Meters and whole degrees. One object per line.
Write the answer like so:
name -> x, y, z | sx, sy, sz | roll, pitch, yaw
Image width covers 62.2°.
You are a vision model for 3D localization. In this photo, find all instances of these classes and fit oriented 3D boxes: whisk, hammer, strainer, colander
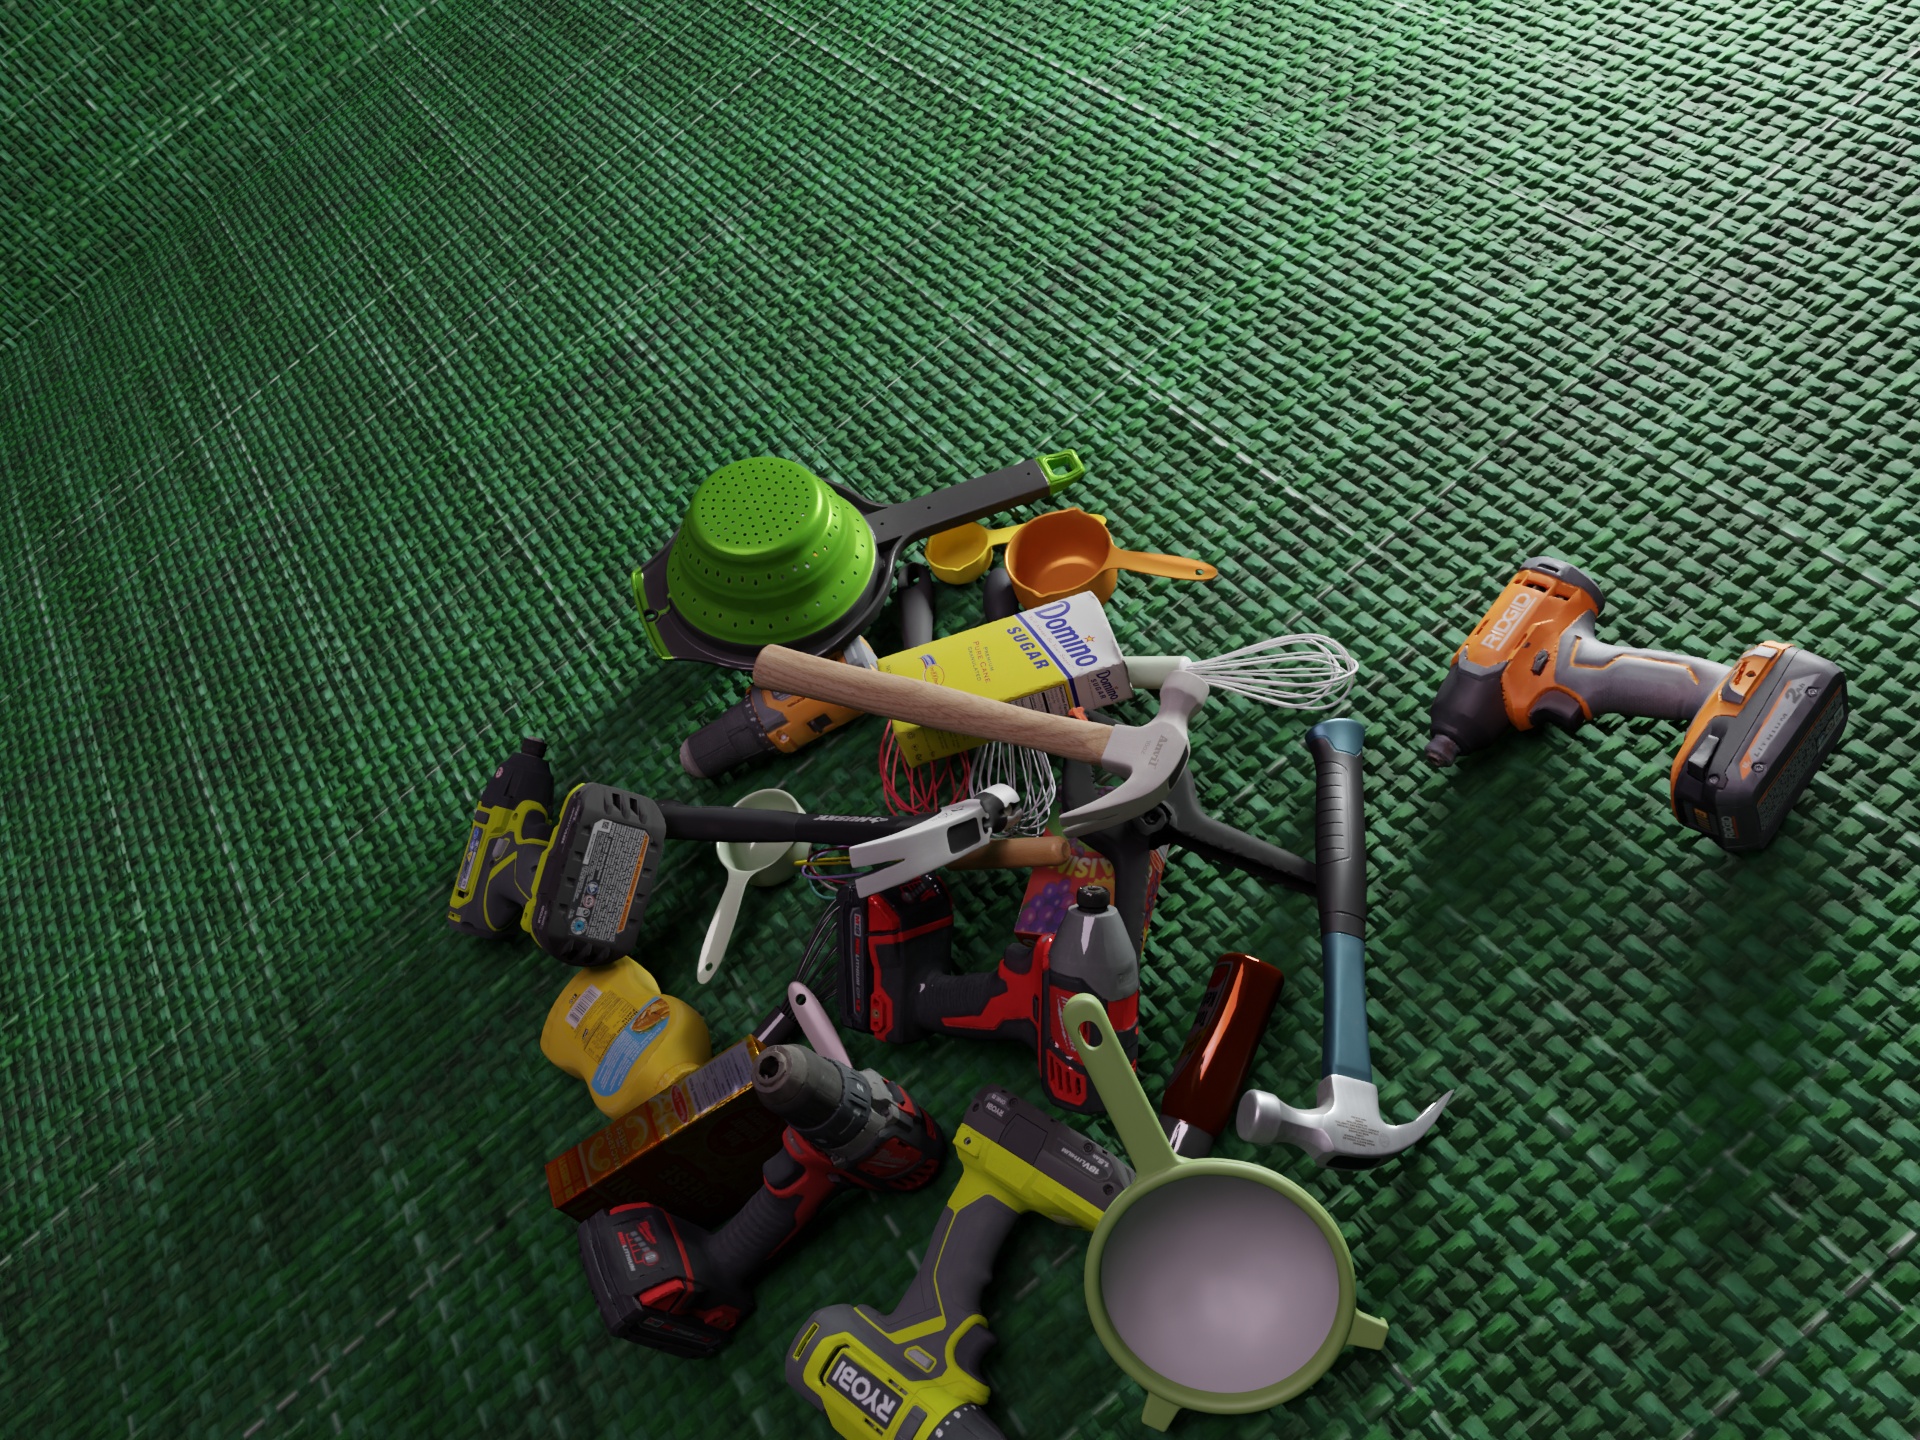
whisk -> -0.027, 0.103, 1.173 | 0.245, 0.047, 0.051 | -6, 59, 36
hammer -> -0.002, -0.004, 1.118 | 0.331, 0.031, 0.130 | 13, 63, 24
hammer -> 0.242, 0.129, 1.014 | 0.128, 0.033, 0.331 | 17, 50, -8
whisk -> -0.131, 0.216, 1.168 | 0.239, 0.055, 0.055 | -49, 50, -6
whisk -> 0.177, -0.037, 1.194 | 0.246, 0.057, 0.059 | 1, 24, 31
whisk -> 0.035, -0.021, 1.244 | 0.070, 0.070, 0.285 | -17, 46, 16
strainer -> 0.125, 0.268, 0.918 | 0.151, 0.069, 0.256 | -26, 91, 12
hammer -> -0.128, 0.081, 1.173 | 0.335, 0.035, 0.146 | -1, 15, 40
whisk -> -0.032, -0.029, 1.288 | 0.073, 0.073, 0.296 | -19, 44, 14
colander -> -0.084, -0.175, 1.313 | 0.397, 0.094, 0.205 | -20, 56, -8

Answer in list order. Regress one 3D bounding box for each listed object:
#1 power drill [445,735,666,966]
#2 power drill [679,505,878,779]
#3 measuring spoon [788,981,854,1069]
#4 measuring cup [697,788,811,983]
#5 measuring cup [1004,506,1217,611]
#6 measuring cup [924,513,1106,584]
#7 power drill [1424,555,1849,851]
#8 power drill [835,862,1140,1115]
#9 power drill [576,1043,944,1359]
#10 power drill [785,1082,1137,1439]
power drill -> -0.330, 0.103, 1.275 | 0.223, 0.080, 0.171 | 7, 80, 51
power drill -> -0.175, -0.064, 1.371 | 0.185, 0.084, 0.226 | -28, 54, 7
measuring spoon -> -0.091, 0.237, 1.123 | 0.034, 0.018, 0.124 | -35, 70, 3
measuring cup -> -0.166, 0.135, 1.251 | 0.083, 0.038, 0.168 | 3, 61, 29
measuring cup -> 0.122, -0.114, 1.273 | 0.174, 0.052, 0.095 | 10, 58, 20
measuring cup -> 0.048, -0.150, 1.357 | 0.156, 0.029, 0.062 | -9, 51, 7
power drill -> 0.419, -0.005, 1.021 | 0.227, 0.084, 0.164 | 30, 75, 43
power drill -> 0.021, 0.165, 1.055 | 0.220, 0.078, 0.143 | 9, 104, 39
power drill -> -0.135, 0.301, 1.021 | 0.226, 0.187, 0.080 | -38, 50, 4
power drill -> 0.021, 0.359, 0.969 | 0.191, 0.080, 0.228 | 23, 73, 37
